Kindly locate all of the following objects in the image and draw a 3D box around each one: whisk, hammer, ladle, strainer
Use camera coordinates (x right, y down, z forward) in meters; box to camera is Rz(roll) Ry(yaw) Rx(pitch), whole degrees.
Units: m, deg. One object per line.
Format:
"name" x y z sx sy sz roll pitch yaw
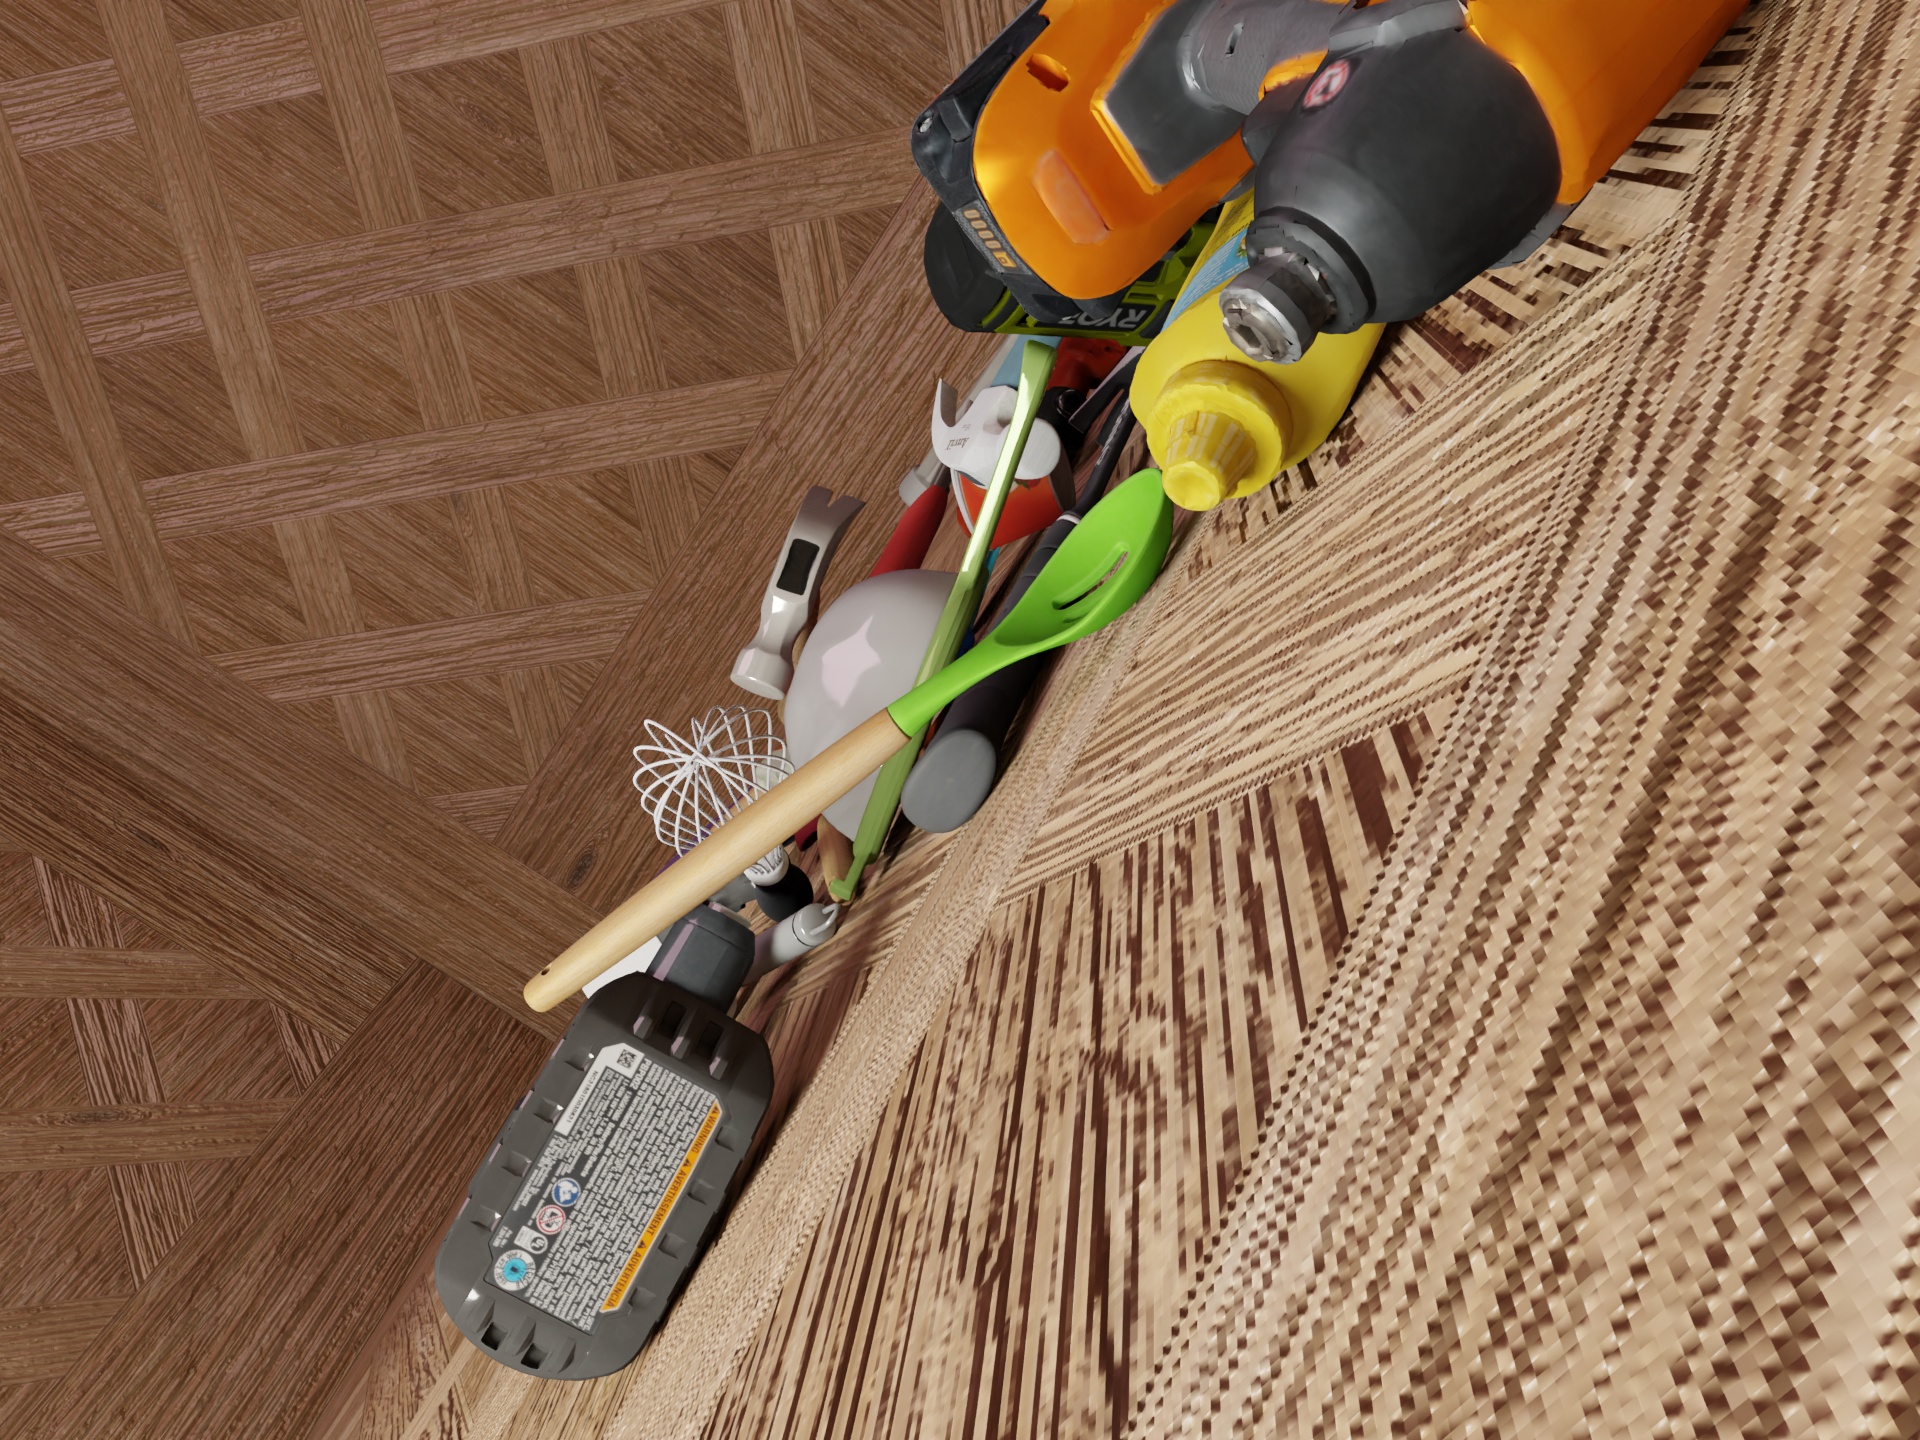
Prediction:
"whisk" -0.096 0.058 0.746 0.070 0.070 0.284 -58 -12 -15
"hammer" 0.054 -0.096 0.745 0.149 0.036 0.409 -50 9 44
"hammer" 0.079 -0.270 0.851 0.331 0.033 0.128 -62 26 -8
"ladle" -0.072 0.064 0.890 0.069 0.031 0.315 -58 9 2
"hammer" -0.156 0.102 1.056 0.146 0.035 0.335 -32 3 5
"strainer" -0.117 0.133 0.823 0.087 0.050 0.258 -54 11 -34
"strainer" -0.027 -0.057 0.717 0.152 0.069 0.256 -69 0 -63
"hammer" -0.026 -0.112 0.951 0.149 0.036 0.359 -49 12 35
"hammer" -0.098 -0.046 0.973 0.331 0.031 0.130 117 172 -77

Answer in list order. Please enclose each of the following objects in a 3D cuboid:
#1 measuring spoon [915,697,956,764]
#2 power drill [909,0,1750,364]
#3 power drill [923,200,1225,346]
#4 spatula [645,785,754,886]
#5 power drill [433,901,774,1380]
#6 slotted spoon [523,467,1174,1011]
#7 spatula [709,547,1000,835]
"measuring spoon" -0.001 -0.003 0.795 0.117 0.011 0.021 -52 18 51
"power drill" 0.076 -0.156 0.406 0.164 0.084 0.227 -48 29 -9
"power drill" 0.107 -0.230 0.618 0.223 0.171 0.080 -43 59 53
"spatula" -0.116 0.028 1.114 0.316 0.018 0.060 -41 -1 13
"power drill" -0.136 0.160 0.652 0.190 0.080 0.228 -61 6 -13
"slotted spoon" -0.043 0.015 0.595 0.314 0.031 0.070 -37 24 9
"spatula" -0.064 -0.022 1.033 0.317 0.044 0.082 -41 16 22
